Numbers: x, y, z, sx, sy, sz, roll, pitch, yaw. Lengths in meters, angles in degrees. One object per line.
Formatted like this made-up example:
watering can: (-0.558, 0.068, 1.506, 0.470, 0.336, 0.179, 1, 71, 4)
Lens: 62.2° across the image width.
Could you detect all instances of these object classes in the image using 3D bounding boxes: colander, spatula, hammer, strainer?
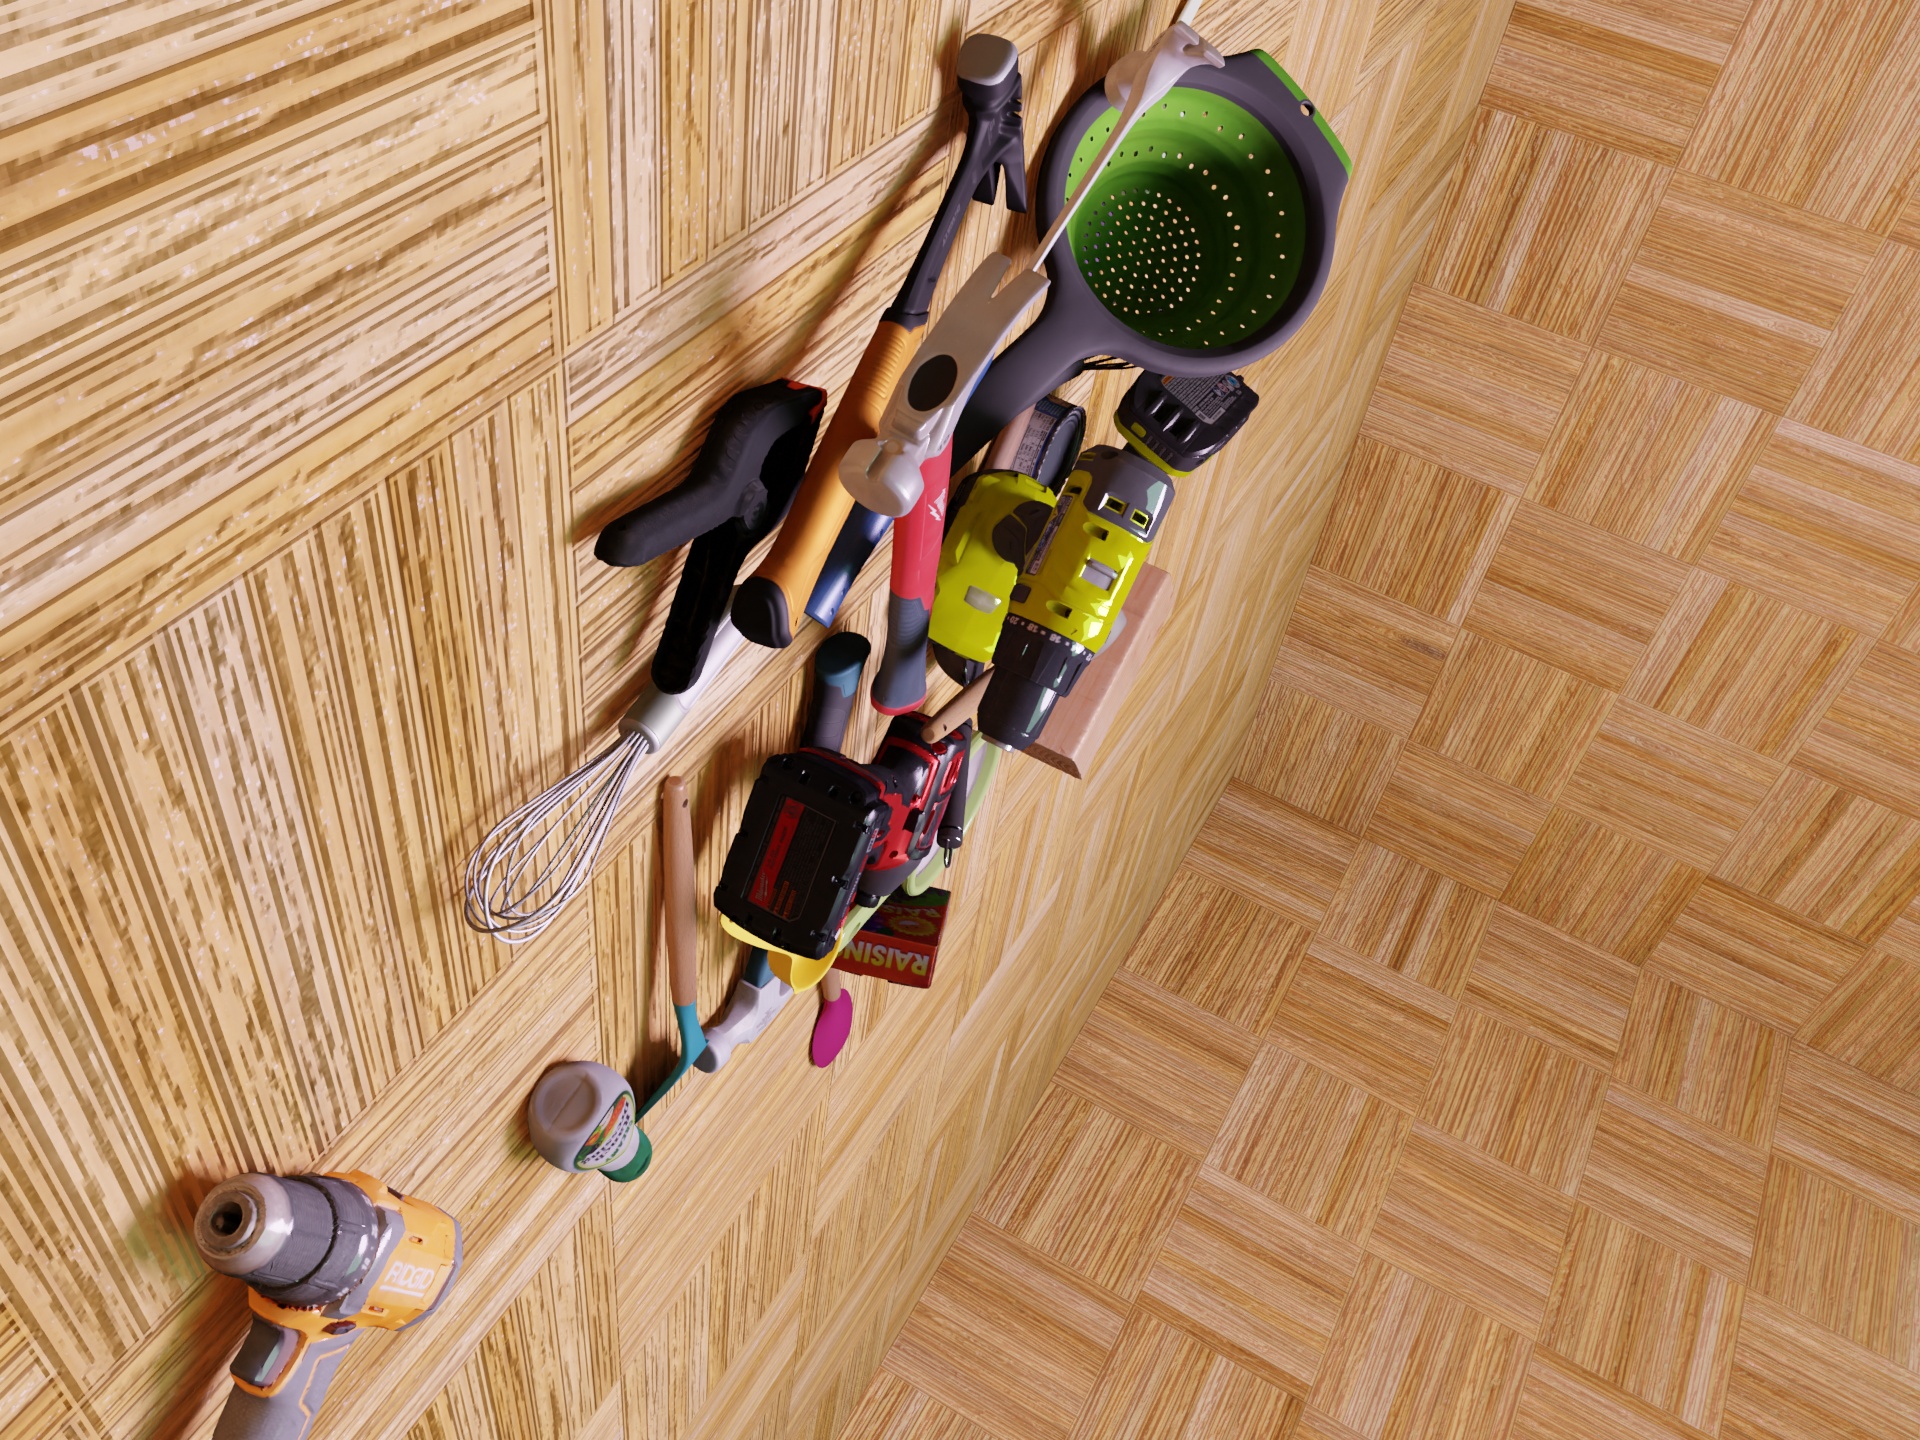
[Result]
colander: (0.080, -0.269, 1.047, 0.397, 0.204, 0.094, -44, -169, -11)
spatula: (0.047, -0.231, 1.162, 0.316, 0.018, 0.059, -66, 160, 4)
hammer: (-0.038, -0.187, 0.831, 0.127, 0.034, 0.337, 78, 33, -70)
hammer: (0.020, -0.232, 0.928, 0.405, 0.035, 0.144, -57, -165, -1)
hammer: (-0.116, 0.089, 1.103, 0.128, 0.033, 0.330, -38, 150, -57)
spatula: (-0.185, 0.154, 1.001, 0.082, 0.044, 0.317, -48, 153, -46)
strainer: (-0.002, -0.004, 1.192, 0.086, 0.050, 0.259, 80, 13, -54)
strainer: (-0.054, 0.086, 1.234, 0.256, 0.069, 0.151, -47, 160, -47)
hammer: (-0.018, -0.100, 0.900, 0.143, 0.038, 0.386, -59, 173, -19)

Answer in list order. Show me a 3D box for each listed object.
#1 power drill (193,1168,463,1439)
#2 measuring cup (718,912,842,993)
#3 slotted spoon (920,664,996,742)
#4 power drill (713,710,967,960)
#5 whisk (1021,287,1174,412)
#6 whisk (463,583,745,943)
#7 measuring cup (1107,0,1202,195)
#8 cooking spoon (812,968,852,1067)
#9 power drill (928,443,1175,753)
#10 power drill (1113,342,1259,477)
power drill: (-0.317, 0.303, 0.690, 0.185, 0.084, 0.226, 79, 35, -65)
measuring cup: (-0.128, 0.140, 1.061, 0.062, 0.029, 0.156, -62, 151, -7)
slotted spoon: (0.026, -0.034, 1.183, 0.314, 0.031, 0.070, -42, 118, -66)
power drill: (-0.069, 0.075, 1.042, 0.143, 0.078, 0.219, -68, 166, 13)
whisk: (0.078, -0.253, 1.134, 0.239, 0.055, 0.055, -36, 150, -37)
whisk: (-0.165, 0.013, 0.797, 0.246, 0.059, 0.057, -58, 137, -37)
measuring cup: (0.152, -0.447, 1.124, 0.167, 0.038, 0.083, -63, 165, 4)
cooking spoon: (-0.111, 0.224, 1.363, 0.069, 0.017, 0.318, -59, 164, -29)
power drill: (0.039, -0.083, 1.038, 0.190, 0.080, 0.229, -64, -160, 1)
power drill: (0.116, -0.170, 1.204, 0.223, 0.080, 0.171, -50, 178, 40)
